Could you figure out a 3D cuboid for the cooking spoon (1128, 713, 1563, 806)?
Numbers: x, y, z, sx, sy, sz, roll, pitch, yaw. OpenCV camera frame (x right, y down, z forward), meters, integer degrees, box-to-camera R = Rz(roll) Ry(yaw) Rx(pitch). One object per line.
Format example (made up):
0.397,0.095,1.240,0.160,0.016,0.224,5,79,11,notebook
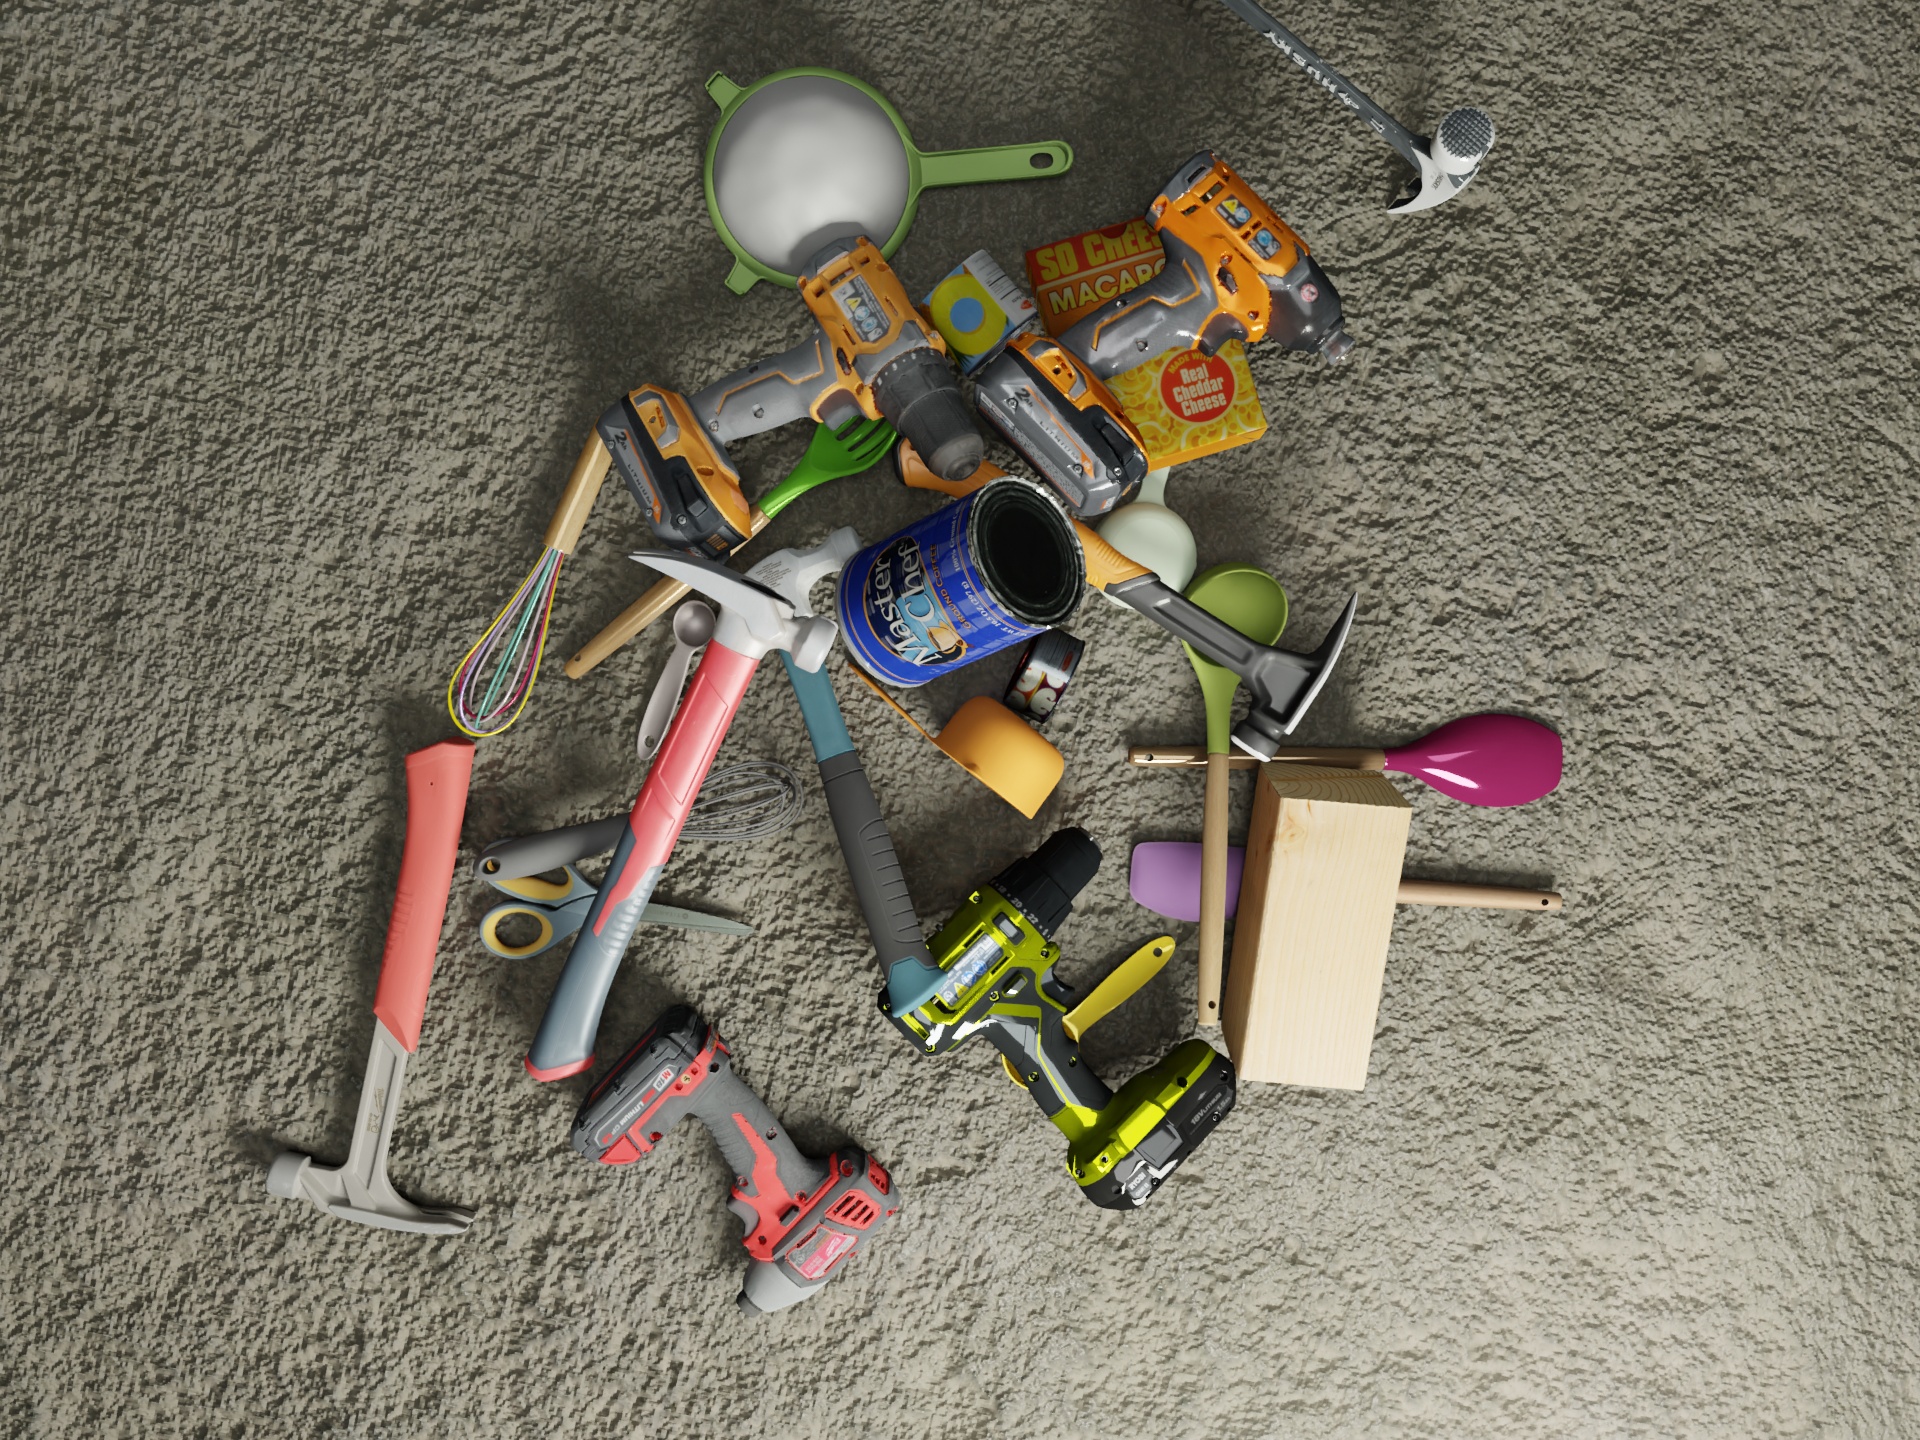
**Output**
0.280,0.028,1.152,0.319,0.017,0.069,1,95,-2,cooking spoon

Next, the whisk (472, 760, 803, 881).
-0.228,0.078,1.127,0.239,0.055,0.055,-14,96,-1,whisk

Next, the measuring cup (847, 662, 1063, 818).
-0.002,-0.004,1.120,0.174,0.095,0.052,40,89,13,measuring cup

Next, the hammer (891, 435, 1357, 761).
0.101,-0.113,1.086,0.337,0.034,0.127,33,95,10,hammer

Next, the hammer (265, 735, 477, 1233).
-0.391,0.189,1.143,0.149,0.037,0.359,13,96,-3,hammer

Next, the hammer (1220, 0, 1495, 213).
0.178,-0.483,1.058,0.409,0.149,0.036,42,93,4,hammer

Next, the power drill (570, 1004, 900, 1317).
-0.166,0.324,1.146,0.219,0.078,0.143,43,94,-8,power drill

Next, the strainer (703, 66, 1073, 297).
-0.050,-0.376,1.076,0.256,0.069,0.151,-5,96,1,strainer

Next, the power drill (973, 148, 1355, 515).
0.138,-0.240,1.033,0.226,0.084,0.164,-44,87,-5,power drill

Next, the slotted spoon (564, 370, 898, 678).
-0.158,-0.132,1.118,0.314,0.031,0.070,-39,59,6,slotted spoon

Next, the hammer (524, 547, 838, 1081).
-0.227,0.074,1.083,0.143,0.038,0.386,25,104,-6,hammer

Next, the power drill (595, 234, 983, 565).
-0.107,-0.193,1.059,0.226,0.084,0.185,-33,72,5,power drill

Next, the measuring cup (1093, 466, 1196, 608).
0.137,-0.160,1.118,0.083,0.038,0.167,10,97,-3,measuring cup

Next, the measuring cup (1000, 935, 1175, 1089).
0.094,0.210,1.168,0.156,0.029,0.062,-38,92,-9,measuring cup

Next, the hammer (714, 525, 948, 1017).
-0.079,0.038,1.090,0.128,0.033,0.331,-21,78,8,hammer

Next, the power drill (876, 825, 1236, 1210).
0.081,0.206,1.114,0.190,0.080,0.228,-44,90,-8,power drill

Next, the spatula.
0.281,0.124,1.163,0.316,0.018,0.059,3,101,-1,spatula

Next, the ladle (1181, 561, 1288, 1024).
0.182,0.048,1.098,0.078,0.062,0.320,6,81,-13,ladle

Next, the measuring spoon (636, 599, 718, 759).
-0.203,-0.028,1.138,0.034,0.018,0.124,28,102,18,measuring spoon

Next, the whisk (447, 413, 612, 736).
-0.295,-0.102,1.113,0.047,0.051,0.245,24,92,2,whisk
